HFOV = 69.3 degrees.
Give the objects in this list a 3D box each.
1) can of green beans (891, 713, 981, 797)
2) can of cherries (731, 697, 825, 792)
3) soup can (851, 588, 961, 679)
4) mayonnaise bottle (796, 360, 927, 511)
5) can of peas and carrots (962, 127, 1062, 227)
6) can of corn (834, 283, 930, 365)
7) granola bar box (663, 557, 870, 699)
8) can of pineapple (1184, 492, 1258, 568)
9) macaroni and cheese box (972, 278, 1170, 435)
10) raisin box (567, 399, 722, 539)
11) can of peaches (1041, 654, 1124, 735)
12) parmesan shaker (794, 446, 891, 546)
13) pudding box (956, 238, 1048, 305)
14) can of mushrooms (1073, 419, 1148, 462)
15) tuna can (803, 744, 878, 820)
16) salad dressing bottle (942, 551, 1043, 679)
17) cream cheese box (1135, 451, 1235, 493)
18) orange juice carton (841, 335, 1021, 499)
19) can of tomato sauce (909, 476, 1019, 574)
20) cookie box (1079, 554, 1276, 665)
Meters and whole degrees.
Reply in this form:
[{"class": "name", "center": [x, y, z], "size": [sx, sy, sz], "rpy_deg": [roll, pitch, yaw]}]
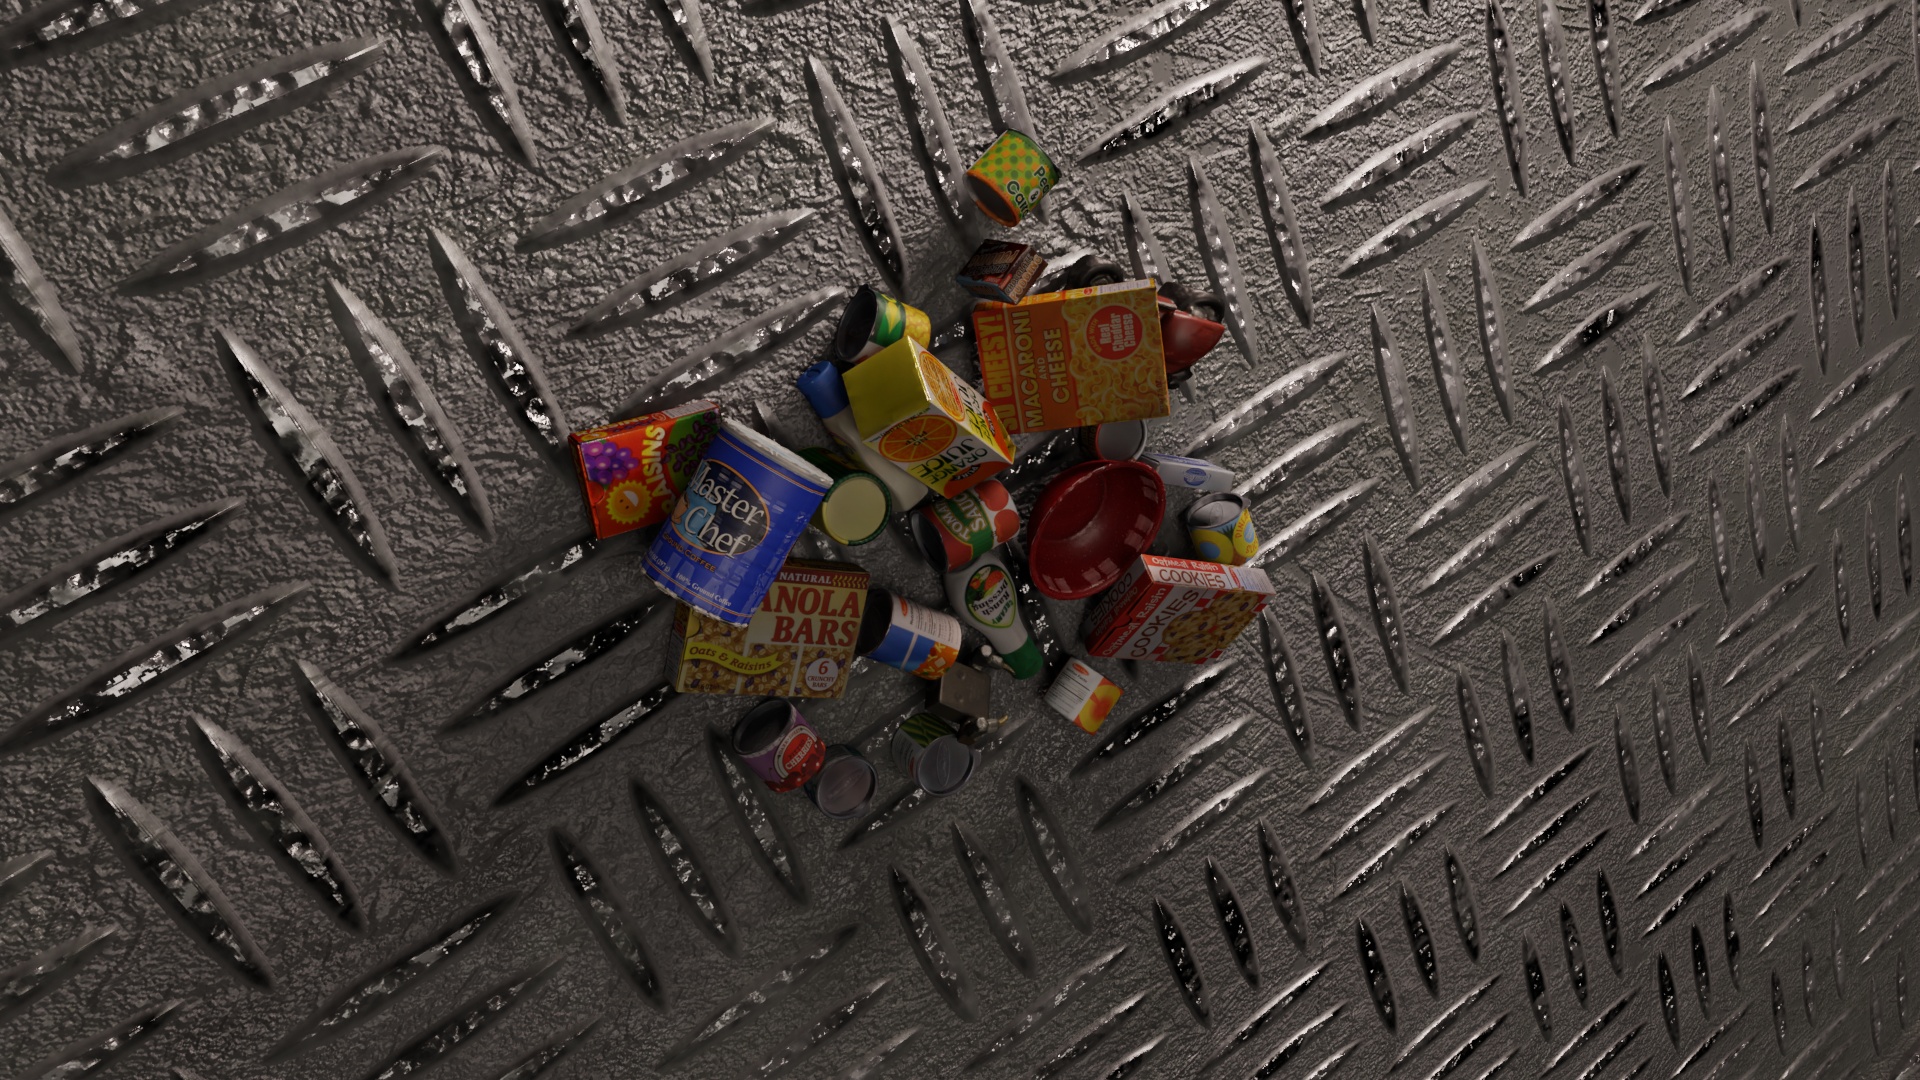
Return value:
[{"class": "can of green beans", "center": [-0.027, 0.210, 1.363], "size": [0.071, 0.058, 0.071], "rpy_deg": [-9, 110, -27]}, {"class": "can of cherries", "center": [-0.164, 0.188, 1.270], "size": [0.071, 0.071, 0.058], "rpy_deg": [-42, 121, -12]}, {"class": "soup can", "center": [-0.053, 0.091, 1.308], "size": [0.084, 0.071, 0.071], "rpy_deg": [24, 93, -33]}, {"class": "mayonnaise bottle", "center": [-0.089, -0.092, 1.234], "size": [0.041, 0.065, 0.147], "rpy_deg": [-44, 117, -14]}, {"class": "can of peas and carrots", "center": [0.046, -0.320, 1.232], "size": [0.059, 0.071, 0.070], "rpy_deg": [-47, 122, -8]}, {"class": "can of corn", "center": [-0.067, -0.182, 1.215], "size": [0.058, 0.071, 0.071], "rpy_deg": [18, 96, -33]}, {"class": "granola bar box", "center": [-0.172, 0.076, 1.250], "size": [0.166, 0.039, 0.124], "rpy_deg": [6, 102, -31]}, {"class": "can of pineapple", "center": [0.276, -0.009, 1.460], "size": [0.071, 0.071, 0.057], "rpy_deg": [-33, 120, -17]}, {"class": "macaroni and cheese box", "center": [0.103, -0.167, 1.282], "size": [0.166, 0.040, 0.123], "rpy_deg": [-6, 111, 8]}, {"class": "raisin box", "center": [-0.256, -0.060, 1.161], "size": [0.124, 0.040, 0.085], "rpy_deg": [-17, 114, -23]}, {"class": "can of peaches", "center": [0.127, 0.160, 1.430], "size": [0.071, 0.071, 0.058], "rpy_deg": [36, 86, -33]}, {"class": "parmesan shaker", "center": [-0.109, -0.037, 1.213], "size": [0.071, 0.103, 0.071], "rpy_deg": [-9, 110, -27]}, {"class": "pudding box", "center": [0.036, -0.240, 1.244], "size": [0.030, 0.084, 0.049], "rpy_deg": [39, 85, -30]}, {"class": "can of mushrooms", "center": [0.150, -0.106, 1.380], "size": [0.071, 0.033, 0.070], "rpy_deg": [-10, 111, -27]}, {"class": "tuna can", "center": [-0.114, 0.234, 1.336], "size": [0.071, 0.033, 0.070], "rpy_deg": [-9, 110, -27]}, {"class": "salad dressing bottle", "center": [0.035, 0.073, 1.364], "size": [0.064, 0.044, 0.147], "rpy_deg": [-41, 121, -17]}, {"class": "cream cheese box", "center": [0.224, -0.071, 1.421], "size": [0.104, 0.053, 0.024], "rpy_deg": [6, 105, -31]}, {"class": "orange juice carton", "center": [-0.017, -0.098, 1.229], "size": [0.071, 0.073, 0.192], "rpy_deg": [-28, 151, 19]}, {"class": "can of tomato sauce", "center": [0.005, -0.016, 1.304], "size": [0.083, 0.071, 0.071], "rpy_deg": [-27, 117, -21]}, {"class": "cookie box", "center": [0.225, 0.075, 1.439], "size": [0.168, 0.040, 0.122], "rpy_deg": [7, 135, -32]}]
